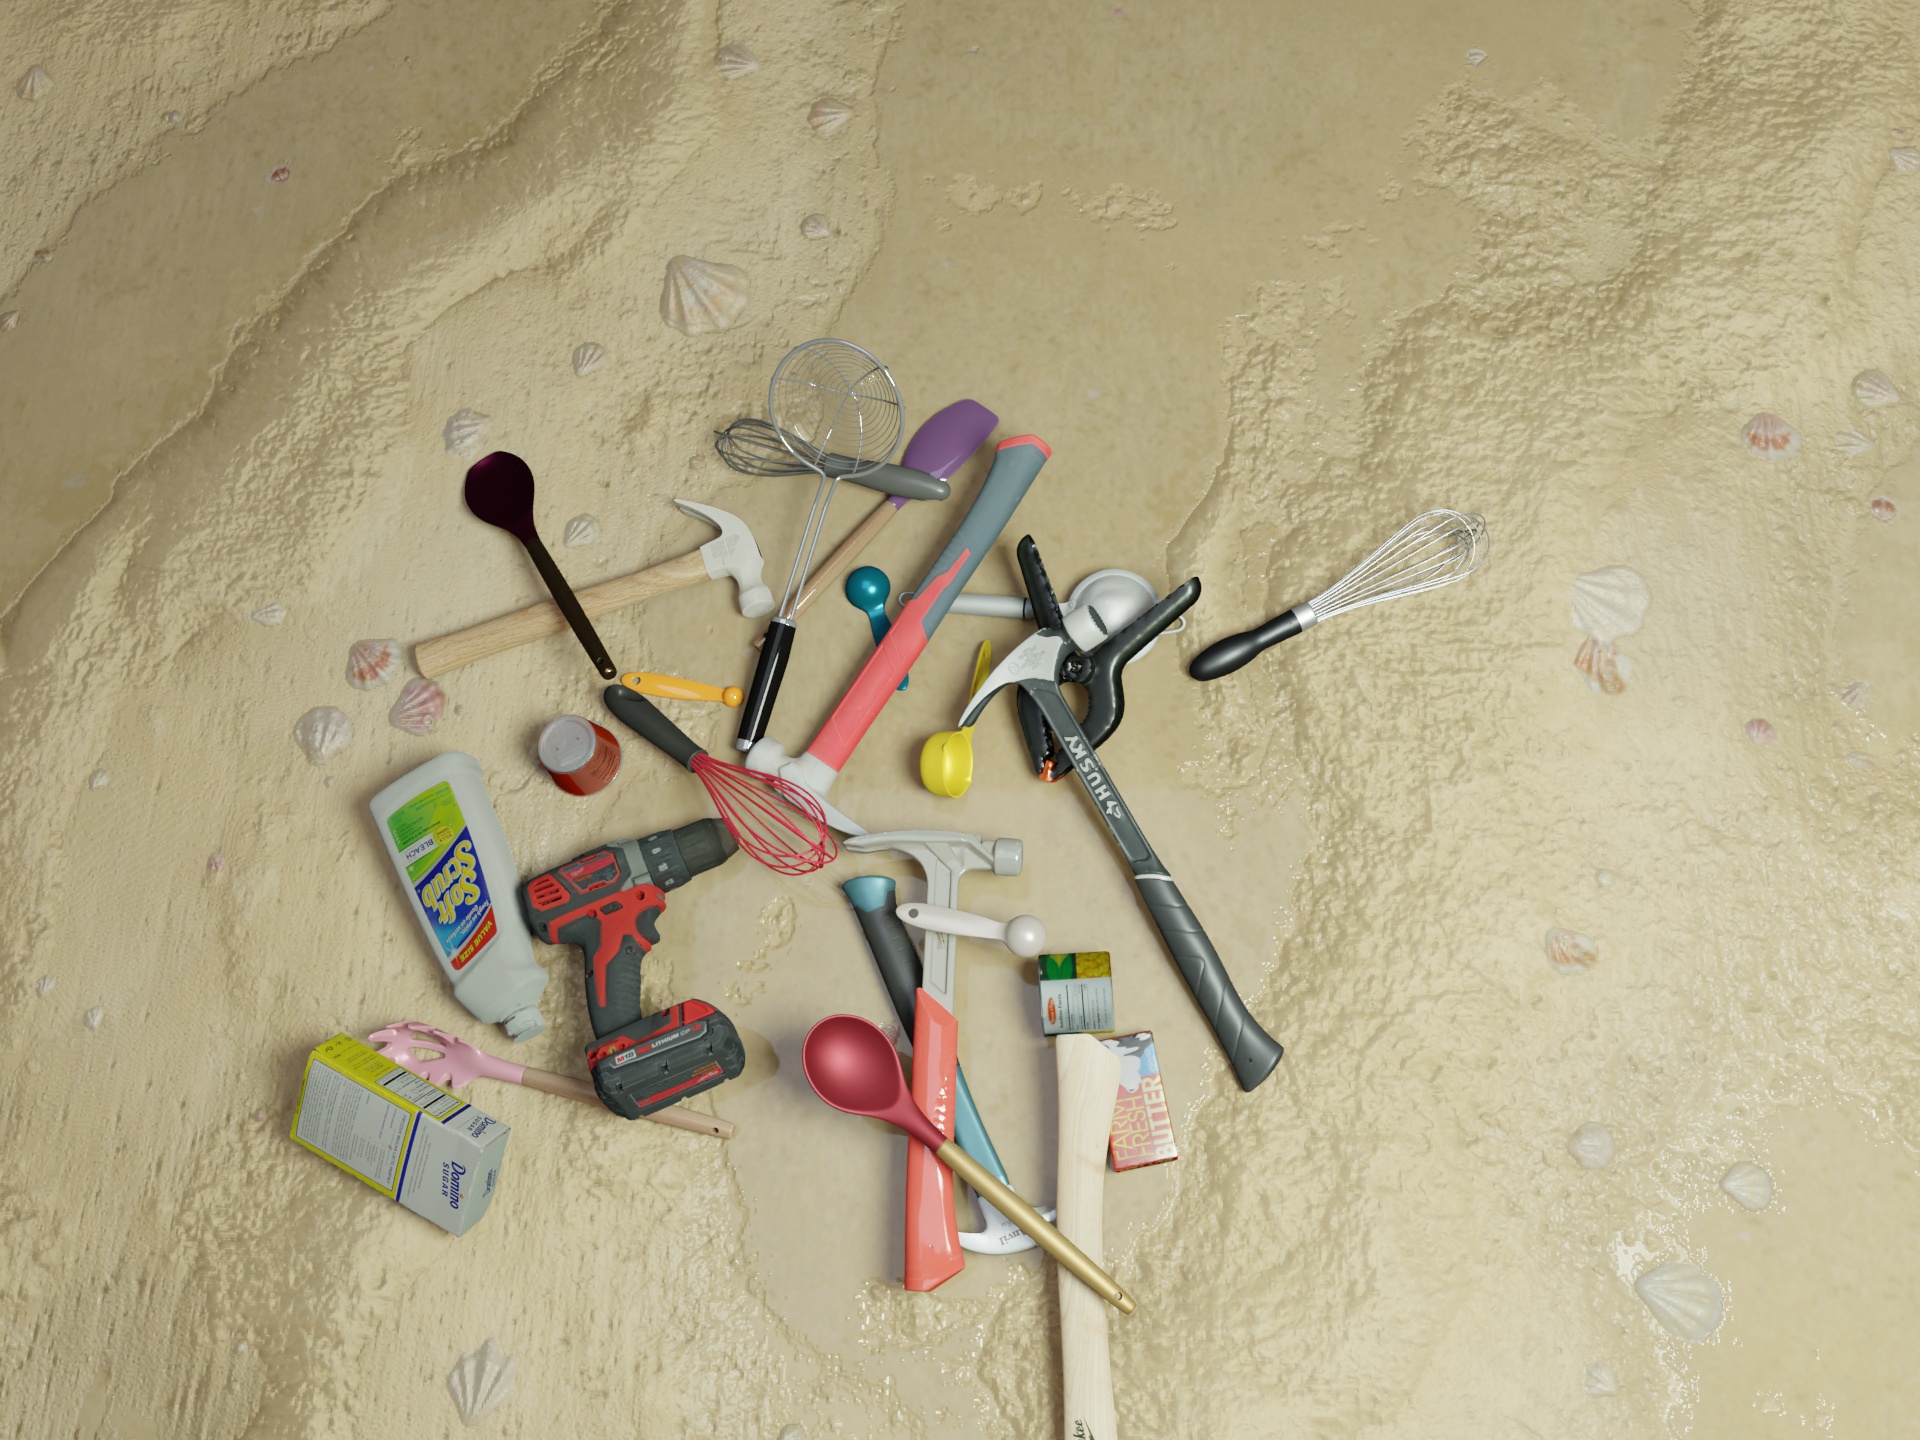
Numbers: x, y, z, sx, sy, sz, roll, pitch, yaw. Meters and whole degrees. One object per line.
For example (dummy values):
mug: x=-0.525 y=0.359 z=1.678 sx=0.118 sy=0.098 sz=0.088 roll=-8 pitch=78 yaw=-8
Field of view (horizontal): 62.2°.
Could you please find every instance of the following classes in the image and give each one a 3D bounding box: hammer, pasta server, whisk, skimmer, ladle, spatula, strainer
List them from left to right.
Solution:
pasta server: x=-0.340 y=0.305 z=1.320 sx=0.316 sy=0.040 sz=0.060 roll=12 pitch=102 yaw=9
hammer: x=-0.344 y=-0.110 z=1.468 sx=0.331 sy=0.031 sz=0.130 roll=-19 pitch=70 yaw=0
whisk: x=-0.213 y=0.045 z=1.368 sx=0.296 sy=0.073 sz=0.073 roll=34 pitch=78 yaw=30
skimmer: x=-0.145 y=-0.149 z=1.394 sx=0.127 sy=0.090 sz=0.363 roll=15 pitch=85 yaw=9
whisk: x=-0.121 y=-0.237 z=1.470 sx=0.239 sy=0.055 sz=0.055 roll=15 pitch=73 yaw=15
spatula: x=-0.082 y=-0.182 z=1.469 sx=0.060 sy=0.018 sz=0.316 roll=36 pitch=77 yaw=21
hammer: x=-0.030 y=0.263 z=1.264 sx=0.149 sy=0.036 sz=0.359 roll=1 pitch=70 yaw=5
hammer: x=-0.024 y=-0.079 z=1.392 sx=0.143 sy=0.038 sz=0.386 roll=32 pitch=85 yaw=16
hammer: x=-0.017 y=0.274 z=1.296 sx=0.128 sy=0.033 sz=0.331 roll=-24 pitch=70 yaw=-3
ladle: x=0.006 y=0.337 z=1.200 sx=0.315 sy=0.031 sz=0.069 roll=39 pitch=75 yaw=12
strainer: x=0.069 y=-0.098 z=1.413 sx=0.258 sy=0.050 sz=0.087 roll=5 pitch=86 yaw=12
hammer: x=0.083 y=0.446 z=1.198 sx=0.146 sy=0.038 sz=0.411 roll=-2 pitch=77 yaw=6
hammer: x=0.143 y=0.114 z=1.302 sx=0.149 sy=0.036 sz=0.409 roll=-32 pitch=78 yaw=18
whisk: x=0.326 y=-0.105 z=1.375 sx=0.284 sy=0.070 sz=0.070 roll=-27 pitch=70 yaw=2

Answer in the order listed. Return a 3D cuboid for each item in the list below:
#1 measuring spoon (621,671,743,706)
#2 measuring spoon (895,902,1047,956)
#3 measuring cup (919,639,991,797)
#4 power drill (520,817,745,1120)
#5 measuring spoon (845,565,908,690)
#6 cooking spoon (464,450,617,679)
measuring spoon: x=-0.253 y=-0.030 z=1.440 sx=0.117 sy=0.011 sz=0.021 roll=9 pitch=72 yaw=10
measuring spoon: x=0.008 y=0.162 z=1.270 sx=0.124 sy=0.018 sz=0.034 roll=10 pitch=70 yaw=9
measuring cup: x=-0.002 y=-0.004 z=1.388 sx=0.029 sy=0.062 sz=0.157 roll=0 pitch=58 yaw=26
power drill: x=-0.248 y=0.193 z=1.321 sx=0.188 sy=0.080 sz=0.227 roll=-22 pitch=60 yaw=-9
measuring spoon: x=-0.072 y=-0.086 z=1.432 sx=0.042 sy=0.021 sz=0.129 roll=-20 pitch=69 yaw=0
cooking spoon: x=-0.383 y=-0.146 z=1.461 sx=0.069 sy=0.017 sz=0.319 roll=-34 pitch=57 yaw=-4
